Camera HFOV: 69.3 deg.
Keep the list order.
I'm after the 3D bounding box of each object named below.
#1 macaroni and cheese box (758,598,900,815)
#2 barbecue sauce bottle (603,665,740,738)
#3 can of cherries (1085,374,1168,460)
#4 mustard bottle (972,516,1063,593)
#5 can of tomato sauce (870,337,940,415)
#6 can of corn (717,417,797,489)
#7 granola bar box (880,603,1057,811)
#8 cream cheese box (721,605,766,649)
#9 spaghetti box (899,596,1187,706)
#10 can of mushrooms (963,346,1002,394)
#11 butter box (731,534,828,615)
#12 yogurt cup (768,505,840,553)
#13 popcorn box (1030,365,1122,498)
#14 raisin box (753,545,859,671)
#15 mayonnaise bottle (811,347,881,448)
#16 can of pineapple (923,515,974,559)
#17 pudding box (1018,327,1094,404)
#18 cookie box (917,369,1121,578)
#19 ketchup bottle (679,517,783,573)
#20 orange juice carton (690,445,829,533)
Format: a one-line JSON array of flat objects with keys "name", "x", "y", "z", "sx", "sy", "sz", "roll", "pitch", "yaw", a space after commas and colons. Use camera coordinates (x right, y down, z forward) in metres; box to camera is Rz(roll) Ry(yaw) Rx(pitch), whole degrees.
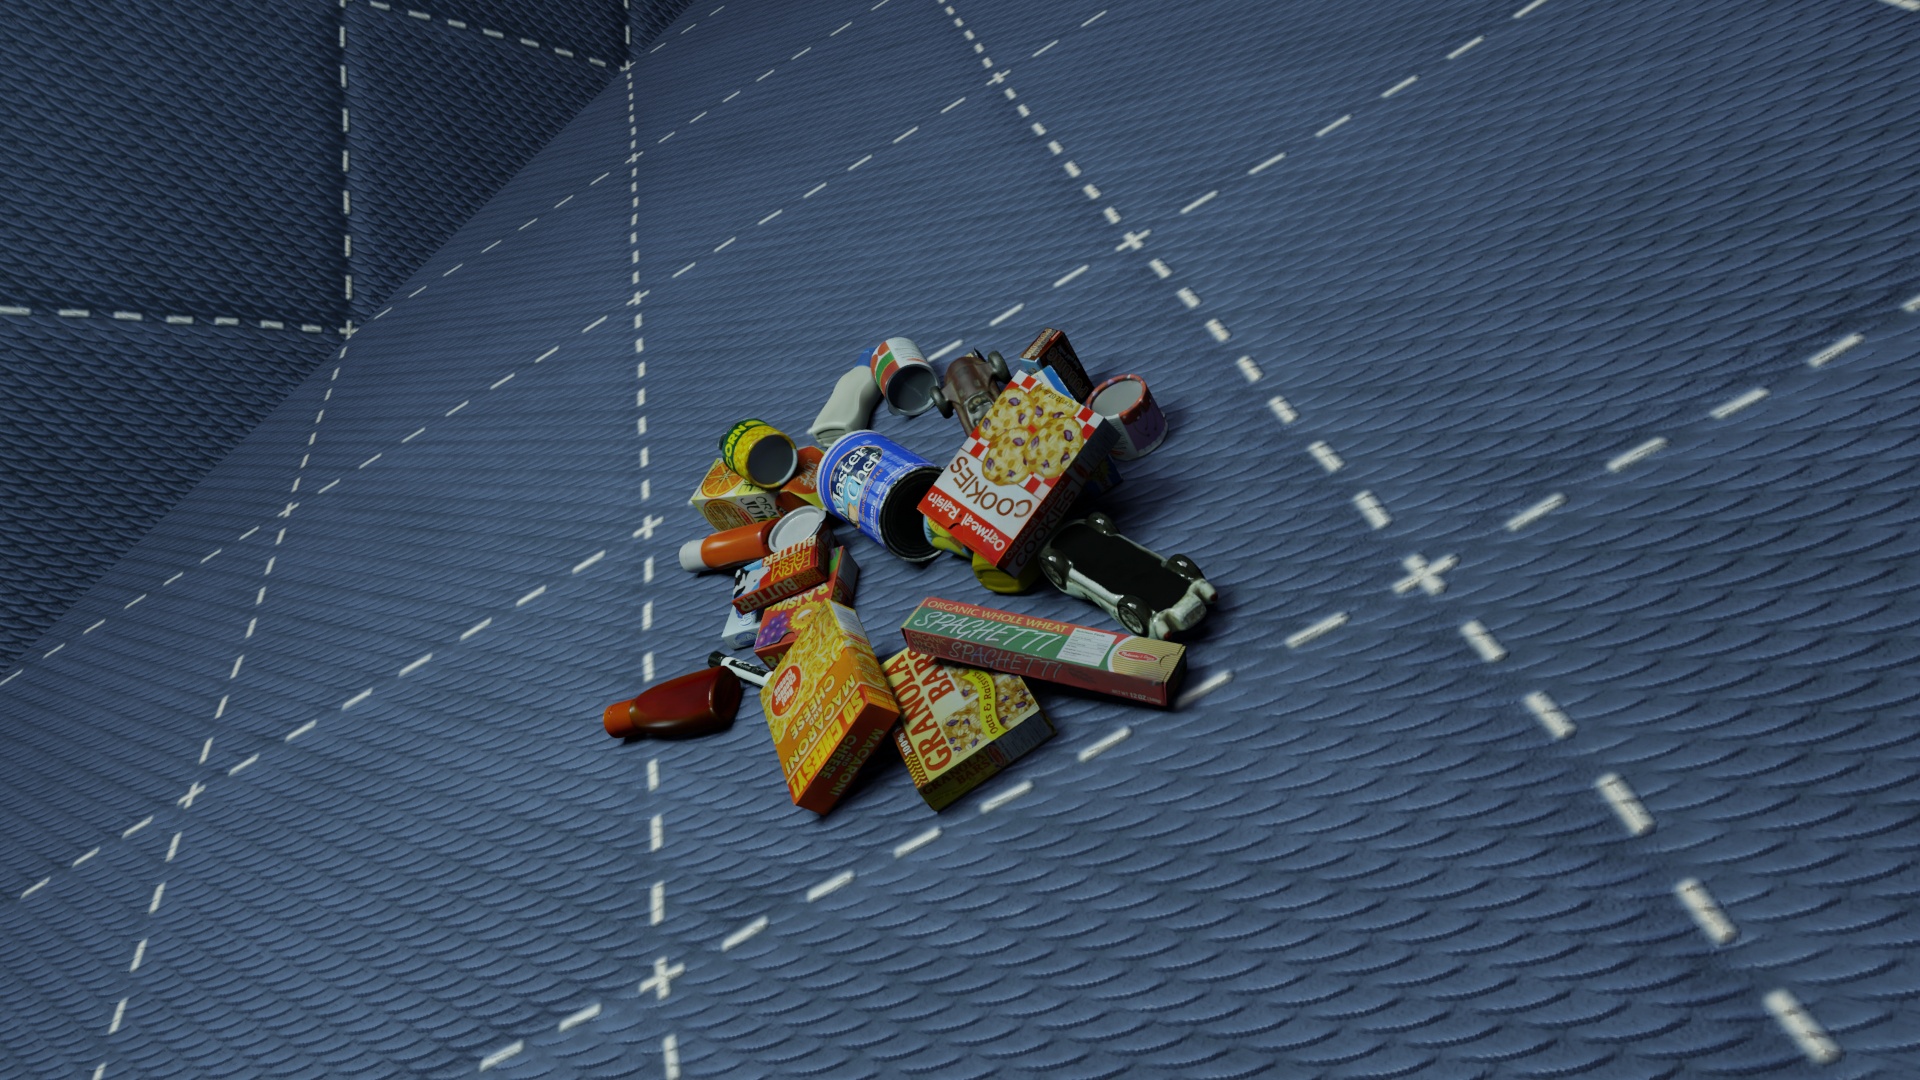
[{"name": "macaroni and cheese box", "x": -0.122, "y": 0.149, "z": 1.269, "sx": 0.123, "sy": 0.040, "sz": 0.167, "roll": -54, "pitch": 33, "yaw": 16}, {"name": "barbecue sauce bottle", "x": -0.297, "y": 0.171, "z": 1.418, "sx": 0.148, "sy": 0.043, "sz": 0.065, "roll": -16, "pitch": 40, "yaw": 25}, {"name": "can of cherries", "x": 0.166, "y": -0.125, "z": 1.384, "sx": 0.071, "sy": 0.058, "sz": 0.072, "roll": -22, "pitch": 37, "yaw": 18}, {"name": "mustard bottle", "x": 0.067, "y": -0.021, "z": 1.349, "sx": 0.065, "sy": 0.048, "sz": 0.161, "roll": 0, "pitch": 47, "yaw": 36}, {"name": "can of tomato sauce", "x": -0.067, "y": -0.193, "z": 1.645, "sx": 0.071, "sy": 0.071, "sz": 0.083, "roll": -32, "pitch": 35, "yaw": 3}, {"name": "can of corn", "x": -0.222, "y": -0.095, "z": 1.520, "sx": 0.071, "sy": 0.071, "sz": 0.058, "roll": -44, "pitch": 38, "yaw": -14}, {"name": "granola bar box", "x": -0.003, "y": 0.143, "z": 1.219, "sx": 0.124, "sy": 0.039, "sz": 0.166, "roll": -33, "pitch": 35, "yaw": 0}, {"name": "cream cheese box", "x": -0.217, "y": 0.068, "z": 1.491, "sx": 0.053, "sy": 0.024, "sz": 0.104, "roll": -16, "pitch": 39, "yaw": 26}, {"name": "spaghetti box", "x": 0.067, "y": 0.091, "z": 1.181, "sx": 0.250, "sy": 0.028, "sz": 0.050, "roll": 9, "pitch": 39, "yaw": 28}, {"name": "can of mushrooms", "x": 0.019, "y": -0.180, "z": 1.555, "sx": 0.033, "sy": 0.071, "sz": 0.071, "roll": -29, "pitch": 35, "yaw": 11}, {"name": "butter box", "x": -0.186, "y": 0.036, "z": 1.436, "sx": 0.103, "sy": 0.024, "sz": 0.053, "roll": -23, "pitch": 35, "yaw": 15}, {"name": "yogurt cup", "x": -0.165, "y": 0.004, "z": 1.499, "sx": 0.072, "sy": 0.053, "sz": 0.073, "roll": -22, "pitch": 37, "yaw": 17}, {"name": "popcorn box", "x": 0.110, "y": -0.110, "z": 1.388, "sx": 0.038, "sy": 0.085, "sz": 0.127, "roll": -31, "pitch": 35, "yaw": 4}, {"name": "raisin box", "x": -0.157, "y": 0.070, "z": 1.428, "sx": 0.086, "sy": 0.040, "sz": 0.124, "roll": -16, "pitch": 40, "yaw": 22}, {"name": "mayonnaise bottle", "x": -0.128, "y": -0.176, "z": 1.694, "sx": 0.064, "sy": 0.041, "sz": 0.149, "roll": -7, "pitch": 42, "yaw": 31}, {"name": "can of pineapple", "x": 0.005, "y": -0.017, "z": 1.376, "sx": 0.058, "sy": 0.070, "sz": 0.071, "roll": 15, "pitch": 58, "yaw": 47}, {"name": "pudding box", "x": 0.102, "y": -0.178, "z": 1.475, "sx": 0.050, "sy": 0.083, "sz": 0.030, "roll": -47, "pitch": 37, "yaw": -18}, {"name": "cookie box", "x": 0.052, "y": -0.064, "z": 1.295, "sx": 0.123, "sy": 0.040, "sz": 0.167, "roll": 36, "pitch": 88, "yaw": 42}, {"name": "ketchup bottle", "x": -0.255, "y": 0.008, "z": 1.568, "sx": 0.148, "sy": 0.043, "sz": 0.065, "roll": -11, "pitch": 7, "yaw": 36}, {"name": "orange juice carton", "x": -0.206, "y": -0.054, "z": 1.583, "sx": 0.192, "sy": 0.072, "sz": 0.072, "roll": -4, "pitch": 45, "yaw": 35}]
